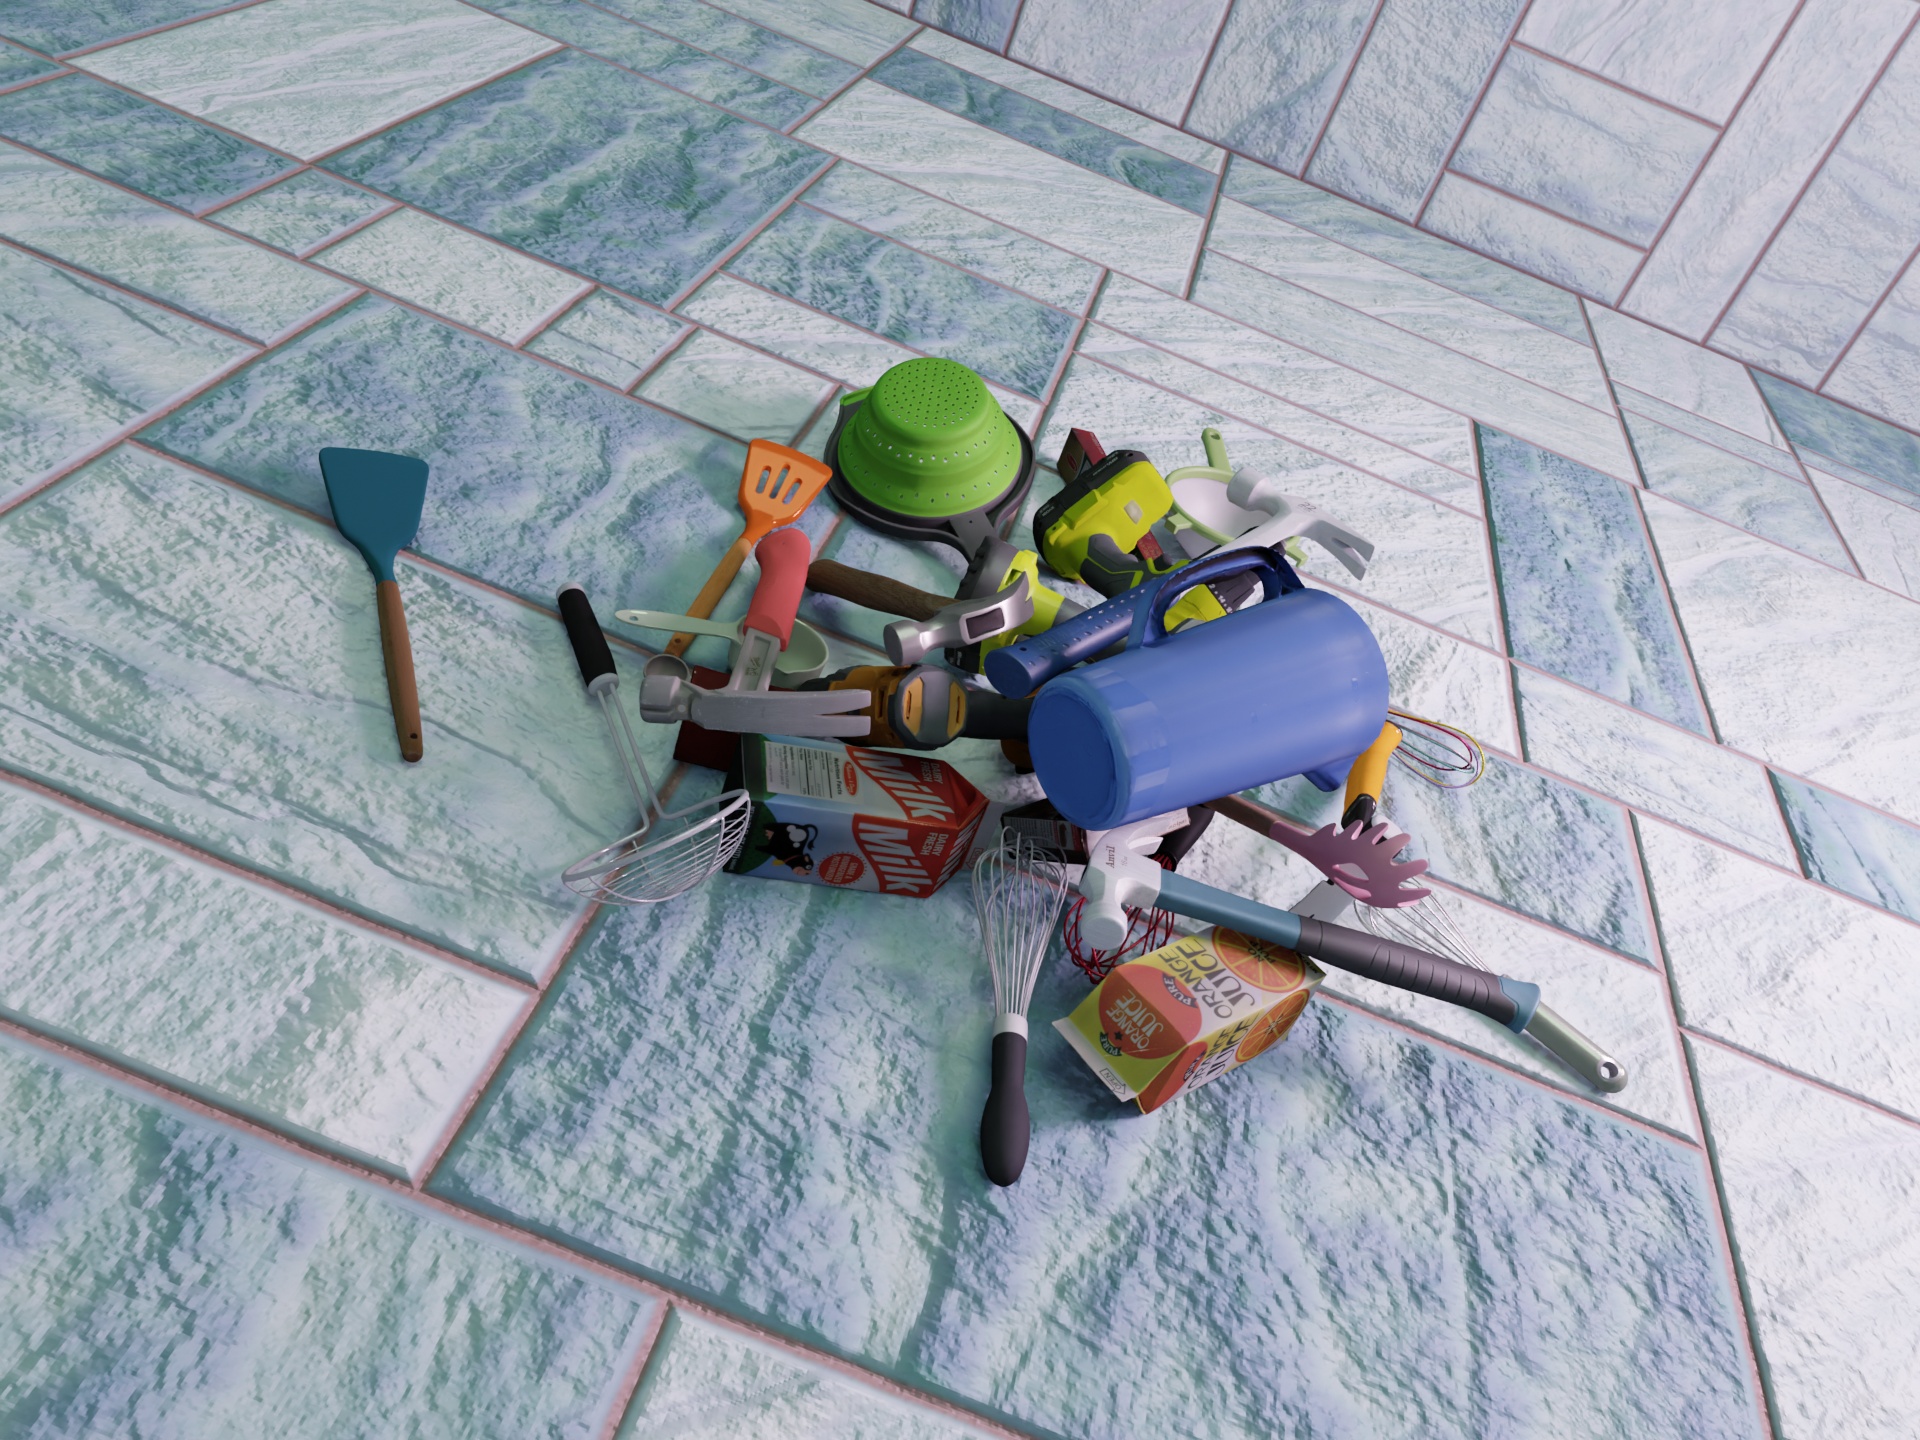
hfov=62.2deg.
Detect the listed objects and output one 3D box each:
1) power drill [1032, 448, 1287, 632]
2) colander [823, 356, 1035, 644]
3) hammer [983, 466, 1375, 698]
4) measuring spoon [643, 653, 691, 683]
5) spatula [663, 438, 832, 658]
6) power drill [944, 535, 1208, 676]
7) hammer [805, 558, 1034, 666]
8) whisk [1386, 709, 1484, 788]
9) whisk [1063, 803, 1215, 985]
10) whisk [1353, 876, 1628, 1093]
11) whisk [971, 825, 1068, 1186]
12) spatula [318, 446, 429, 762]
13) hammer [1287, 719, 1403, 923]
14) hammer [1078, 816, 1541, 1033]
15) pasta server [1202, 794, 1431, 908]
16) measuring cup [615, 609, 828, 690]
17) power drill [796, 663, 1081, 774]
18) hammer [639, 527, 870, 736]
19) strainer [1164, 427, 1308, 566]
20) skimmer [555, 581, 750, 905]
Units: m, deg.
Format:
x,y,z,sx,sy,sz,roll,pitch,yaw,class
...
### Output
x,y,z,sx,sy,sz,roll,pitch,yaw,class
0.174,-0.149,1.441,0.080,0.190,0.229,45,11,-41,power drill
0.004,-0.212,1.455,0.204,0.094,0.398,-18,57,-15,colander
0.169,-0.101,1.217,0.144,0.035,0.405,35,42,27,hammer
-0.187,-0.006,1.194,0.124,0.018,0.034,36,50,7,measuring spoon
-0.190,-0.145,1.348,0.081,0.041,0.323,22,36,-2,spatula
0.104,-0.053,1.300,0.223,0.171,0.080,24,67,7,power drill
-0.050,-0.096,1.228,0.130,0.031,0.331,-17,17,-21,hammer
0.374,-0.012,1.482,0.245,0.047,0.051,31,37,17,whisk
0.144,0.114,1.181,0.073,0.073,0.296,30,30,10,whisk
0.404,0.199,1.222,0.246,0.059,0.058,40,75,17,whisk
0.033,0.178,1.038,0.070,0.070,0.285,16,41,-9,whisk
-0.412,-0.089,1.150,0.082,0.044,0.318,4,40,-30,spatula
0.326,0.075,1.310,0.034,0.127,0.337,39,27,3,hammer
0.238,0.148,1.074,0.331,0.033,0.128,18,33,-6,hammer
0.227,0.071,1.192,0.040,0.060,0.316,-22,24,-20,pasta server
-0.187,-0.055,1.231,0.167,0.038,0.083,9,36,-19,measuring cup
-0.002,-0.004,1.198,0.226,0.084,0.185,5,-2,-34,power drill
-0.132,-0.075,1.181,0.149,0.036,0.359,3,23,-1,hammer
0.270,-0.227,1.683,0.151,0.069,0.257,13,35,-9,strainer
-0.241,-0.007,1.095,0.127,0.090,0.364,-24,47,-7,skimmer
